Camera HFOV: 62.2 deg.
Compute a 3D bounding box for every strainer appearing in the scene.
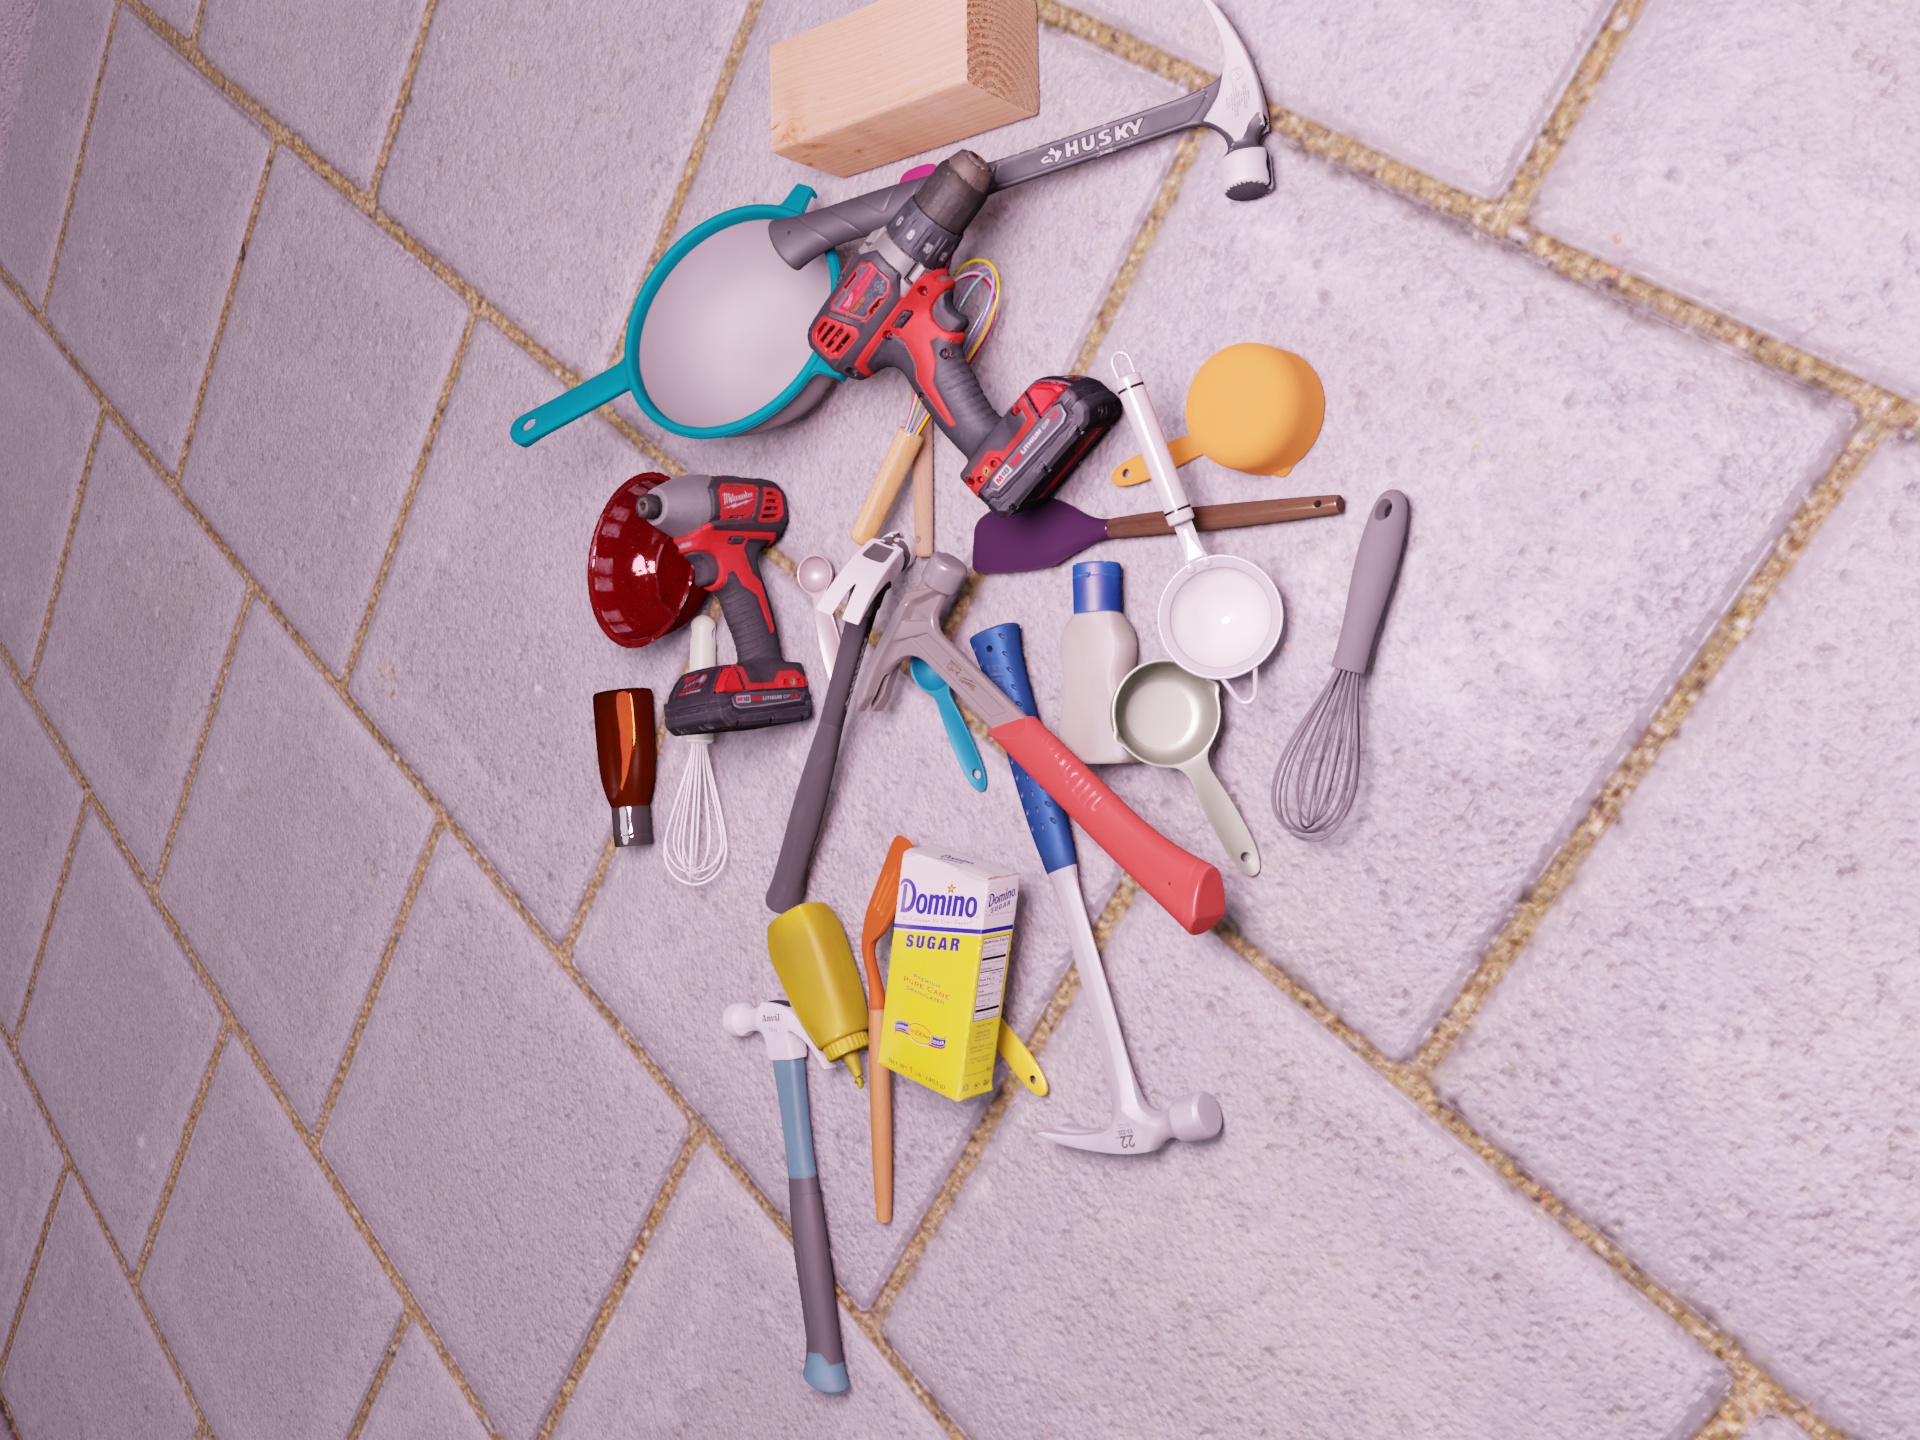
[{"bbox_3d":[-0.229,-0.298,1.369,0.340,0.095,0.211,-22,66,21],"label":"strainer"},{"bbox_3d":[0.156,-0.134,1.098,0.087,0.050,0.258,-21,91,16],"label":"strainer"}]

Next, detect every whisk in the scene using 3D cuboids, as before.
[{"bbox_3d":[-0.238,0.027,1.446,0.059,0.058,0.246,1,86,5],"label":"whisk"},{"bbox_3d":[-0.031,-0.249,1.256,0.047,0.051,0.245,28,110,3],"label":"whisk"},{"bbox_3d":[0.254,-0.035,1.048,0.055,0.055,0.239,19,98,37],"label":"whisk"}]

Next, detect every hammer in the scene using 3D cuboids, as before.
[{"bbox_3d":[-0.135,0.407,1.374,0.128,0.033,0.331,-12,83,40],"label":"hammer"},{"bbox_3d":[-0.110,0.015,1.305,0.035,0.146,0.334,21,114,8],"label":"hammer"},{"bbox_3d":[0.055,0.033,1.161,0.359,0.036,0.149,46,120,33],"label":"hammer"},{"bbox_3d":[0.029,-0.413,1.186,0.409,0.036,0.149,-8,83,28],"label":"hammer"},{"bbox_3d":[0.074,0.125,1.198,0.144,0.035,0.406,-24,75,36],"label":"hammer"}]

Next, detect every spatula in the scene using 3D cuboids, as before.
[{"bbox_3d":[0.132,-0.144,1.160,0.316,0.018,0.060,0,82,40],"label":"spatula"},{"bbox_3d":[-0.058,0.257,1.305,0.081,0.041,0.322,-152,60,-73],"label":"spatula"}]

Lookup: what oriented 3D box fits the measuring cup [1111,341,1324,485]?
[{"bbox_3d":[0.165,-0.202,1.109,0.173,0.052,0.095,-20,78,35],"label":"measuring cup"}]

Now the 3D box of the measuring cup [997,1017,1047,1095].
[{"bbox_3d":[0.014,0.236,1.251,0.157,0.029,0.062,48,118,31],"label":"measuring cup"}]

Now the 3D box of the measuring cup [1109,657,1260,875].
[{"bbox_3d":[0.164,0.035,1.123,0.083,0.038,0.167,-29,91,-3],"label":"measuring cup"}]

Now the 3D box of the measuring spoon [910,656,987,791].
[{"bbox_3d":[-0.002,-0.004,1.275,0.042,0.021,0.129,-26,83,35],"label":"measuring spoon"}]

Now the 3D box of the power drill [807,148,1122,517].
[{"bbox_3d":[0.013,-0.282,1.166,0.227,0.080,0.188,46,116,7],"label":"power drill"}]

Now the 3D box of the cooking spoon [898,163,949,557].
[{"bbox_3d":[-0.032,-0.292,1.291,0.069,0.017,0.319,-2,89,41],"label":"cooking spoon"}]

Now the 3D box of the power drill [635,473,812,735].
[{"bbox_3d":[-0.204,-0.101,1.355,0.078,0.143,0.220,-9,87,41],"label":"power drill"}]

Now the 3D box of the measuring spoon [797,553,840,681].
[{"bbox_3d":[-0.112,-0.082,1.364,0.034,0.018,0.124,-13,89,25],"label":"measuring spoon"}]
